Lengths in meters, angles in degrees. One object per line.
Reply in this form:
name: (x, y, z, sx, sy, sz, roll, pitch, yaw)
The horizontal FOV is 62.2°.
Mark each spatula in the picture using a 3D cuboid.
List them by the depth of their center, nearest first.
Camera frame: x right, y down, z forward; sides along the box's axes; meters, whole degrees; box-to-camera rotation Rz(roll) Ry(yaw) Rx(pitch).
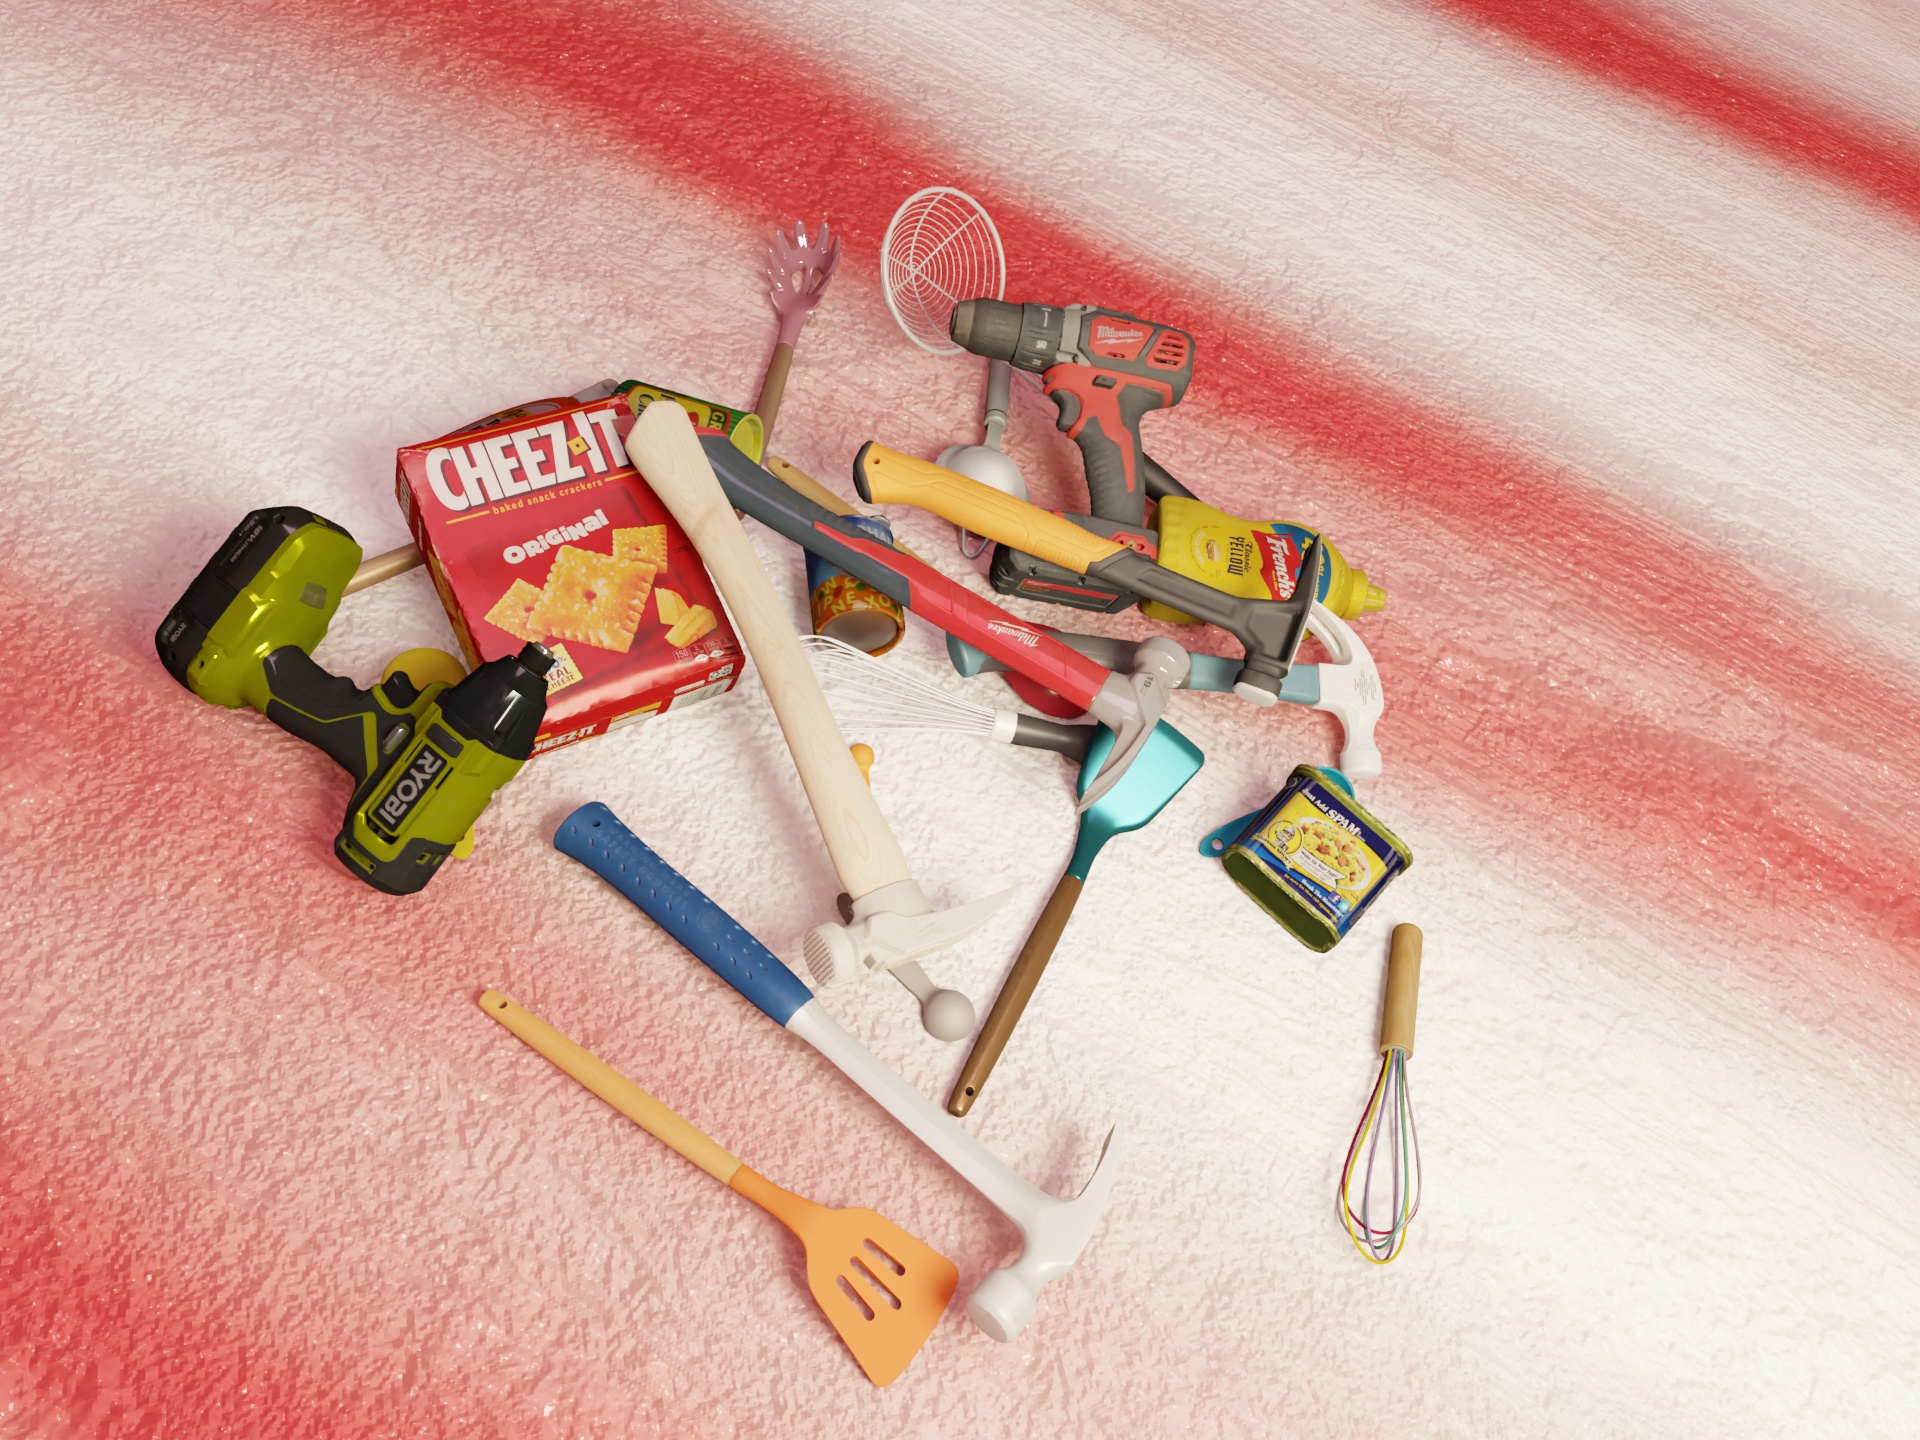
spatula: (-0.148, 0.250, 0.910, 0.323, 0.041, 0.081, 31, 53, 13)
spatula: (0.067, 0.121, 1.040, 0.082, 0.044, 0.318, 35, 55, -6)

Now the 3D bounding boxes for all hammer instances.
hammer: (-0.083, 0.178, 0.948, 0.406, 0.035, 0.144, 37, 53, 17)
hammer: (-0.106, -0.036, 1.020, 0.146, 0.038, 0.411, -15, 69, -33)
hammer: (-0.042, -0.083, 1.076, 0.386, 0.038, 0.143, 30, 58, 7)
hammer: (0.085, -0.128, 1.119, 0.337, 0.034, 0.127, 22, 76, 1)
hammer: (0.150, -0.036, 1.145, 0.331, 0.033, 0.128, 6, 73, -14)

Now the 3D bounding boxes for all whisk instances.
whisk: (0.276, 0.230, 1.020, 0.047, 0.051, 0.245, 16, 50, 4)
whisk: (-0.002, -0.004, 1.106, 0.284, 0.070, 0.070, 12, 54, -12)

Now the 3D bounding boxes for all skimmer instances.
skimmer: (0.085, -0.270, 1.256, 0.363, 0.090, 0.127, 41, 66, 3)

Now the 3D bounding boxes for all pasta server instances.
pasta server: (-0.147, -0.285, 1.272, 0.060, 0.040, 0.316, 6, 55, 5)

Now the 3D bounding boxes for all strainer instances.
strainer: (0.027, -0.238, 1.284, 0.086, 0.050, 0.259, 22, 48, -19)

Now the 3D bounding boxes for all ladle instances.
ladle: (-0.025, -0.108, 1.189, 0.315, 0.031, 0.069, 37, 57, 14)

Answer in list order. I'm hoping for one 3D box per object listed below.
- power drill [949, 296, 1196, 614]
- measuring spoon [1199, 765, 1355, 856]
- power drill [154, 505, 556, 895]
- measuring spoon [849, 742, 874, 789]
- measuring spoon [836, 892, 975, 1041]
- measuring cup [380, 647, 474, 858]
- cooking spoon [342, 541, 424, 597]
power drill: (0.073, -0.207, 1.194, 0.188, 0.080, 0.227, 10, 79, -9)
measuring spoon: (0.223, 0.071, 1.136, 0.128, 0.021, 0.042, -22, 73, -16)
power drill: (-0.365, -0.025, 0.977, 0.223, 0.080, 0.171, 38, 90, 14)
measuring spoon: (-0.067, 0.063, 1.066, 0.021, 0.011, 0.117, 6, 55, -10)
measuring spoon: (-0.036, 0.152, 1.008, 0.034, 0.018, 0.124, -33, 69, -31)
measuring cup: (-0.333, 0.017, 1.017, 0.062, 0.029, 0.157, -11, 58, -21)
cooking spoon: (-0.369, -0.116, 1.095, 0.319, 0.068, 0.017, -27, 23, -23)
